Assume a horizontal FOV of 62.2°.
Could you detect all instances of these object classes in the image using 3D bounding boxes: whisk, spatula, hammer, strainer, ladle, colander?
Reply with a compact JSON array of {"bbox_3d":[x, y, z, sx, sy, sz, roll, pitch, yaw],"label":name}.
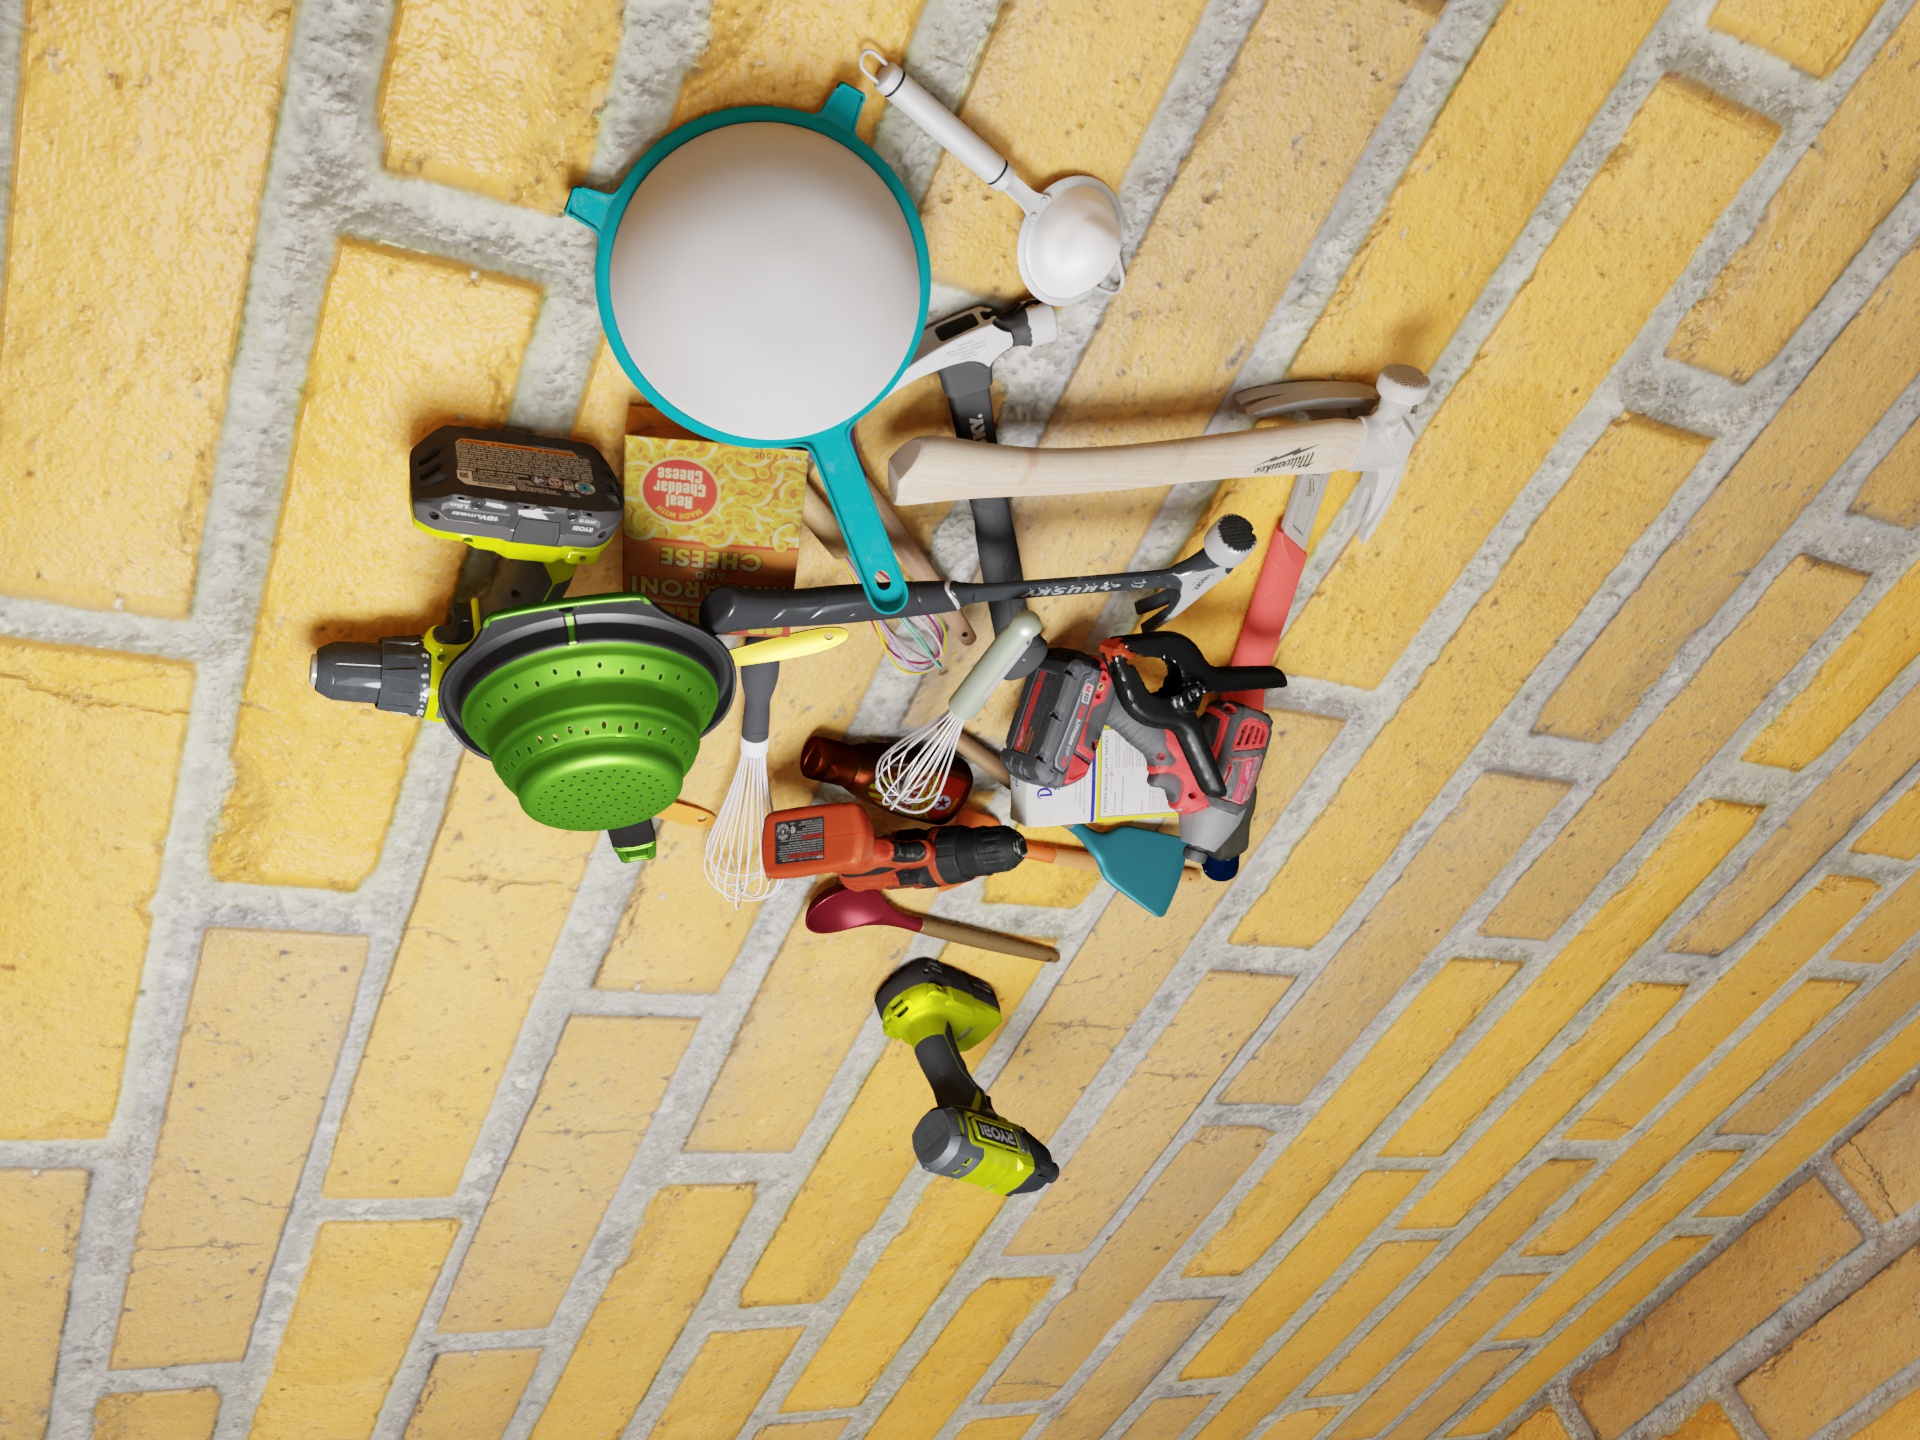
[{"bbox_3d":[-0.078,-0.112,1.200,0.047,0.051,0.244,-28,133,13],"label":"whisk"},{"bbox_3d":[-0.170,0.043,1.303,0.070,0.070,0.284,-4,128,-19],"label":"whisk"},{"bbox_3d":[-0.065,-0.159,1.170,0.060,0.018,0.315,-29,132,9],"label":"spatula"},{"bbox_3d":[0.110,0.135,1.511,0.322,0.041,0.081,11,100,-33],"label":"spatula"},{"bbox_3d":[0.011,-0.093,1.174,0.408,0.036,0.149,-6,160,-21],"label":"hammer"},{"bbox_3d":[0.146,-0.183,1.178,0.410,0.038,0.146,-7,134,-16],"label":"hammer"},{"bbox_3d":[-0.094,-0.205,0.995,0.211,0.095,0.340,-22,116,-2],"label":"strainer"},{"bbox_3d":[0.018,-0.155,1.204,0.146,0.035,0.334,-19,136,-6],"label":"hammer"},{"bbox_3d":[-0.019,0.202,1.533,0.315,0.031,0.069,19,125,-37],"label":"ladle"},{"bbox_3d":[0.092,0.079,1.443,0.317,0.044,0.082,36,68,-37],"label":"spatula"},{"bbox_3d":[-0.256,0.053,1.169,0.204,0.095,0.396,-9,153,-8],"label":"colander"},{"bbox_3d":[-0.002,-0.004,1.246,0.059,0.058,0.246,41,132,3],"label":"whisk"},{"bbox_3d":[0.260,-0.119,1.334,0.149,0.037,0.358,-5,133,-18],"label":"hammer"},{"bbox_3d":[0.031,-0.345,1.025,0.258,0.050,0.087,29,98,-35],"label":"strainer"}]

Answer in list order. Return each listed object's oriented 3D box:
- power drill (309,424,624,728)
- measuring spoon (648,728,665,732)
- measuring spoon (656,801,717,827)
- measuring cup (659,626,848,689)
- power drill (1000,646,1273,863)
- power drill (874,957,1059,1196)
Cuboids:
[{"bbox_3d":[-0.336,-0.085,1.092,0.190,0.080,0.228,4,135,-26],"label":"power drill"},{"bbox_3d":[-0.279,0.018,1.264,0.124,0.018,0.034,-18,136,4],"label":"measuring spoon"},{"bbox_3d":[-0.252,0.070,1.326,0.116,0.011,0.021,21,122,-40],"label":"measuring spoon"},{"bbox_3d":[-0.161,-0.058,1.205,0.156,0.029,0.062,-11,131,4],"label":"measuring cup"},{"bbox_3d":[0.154,0.031,1.345,0.219,0.079,0.143,19,89,-23],"label":"power drill"},{"bbox_3d":[0.008,0.352,1.543,0.171,0.223,0.080,29,117,-39],"label":"power drill"}]
